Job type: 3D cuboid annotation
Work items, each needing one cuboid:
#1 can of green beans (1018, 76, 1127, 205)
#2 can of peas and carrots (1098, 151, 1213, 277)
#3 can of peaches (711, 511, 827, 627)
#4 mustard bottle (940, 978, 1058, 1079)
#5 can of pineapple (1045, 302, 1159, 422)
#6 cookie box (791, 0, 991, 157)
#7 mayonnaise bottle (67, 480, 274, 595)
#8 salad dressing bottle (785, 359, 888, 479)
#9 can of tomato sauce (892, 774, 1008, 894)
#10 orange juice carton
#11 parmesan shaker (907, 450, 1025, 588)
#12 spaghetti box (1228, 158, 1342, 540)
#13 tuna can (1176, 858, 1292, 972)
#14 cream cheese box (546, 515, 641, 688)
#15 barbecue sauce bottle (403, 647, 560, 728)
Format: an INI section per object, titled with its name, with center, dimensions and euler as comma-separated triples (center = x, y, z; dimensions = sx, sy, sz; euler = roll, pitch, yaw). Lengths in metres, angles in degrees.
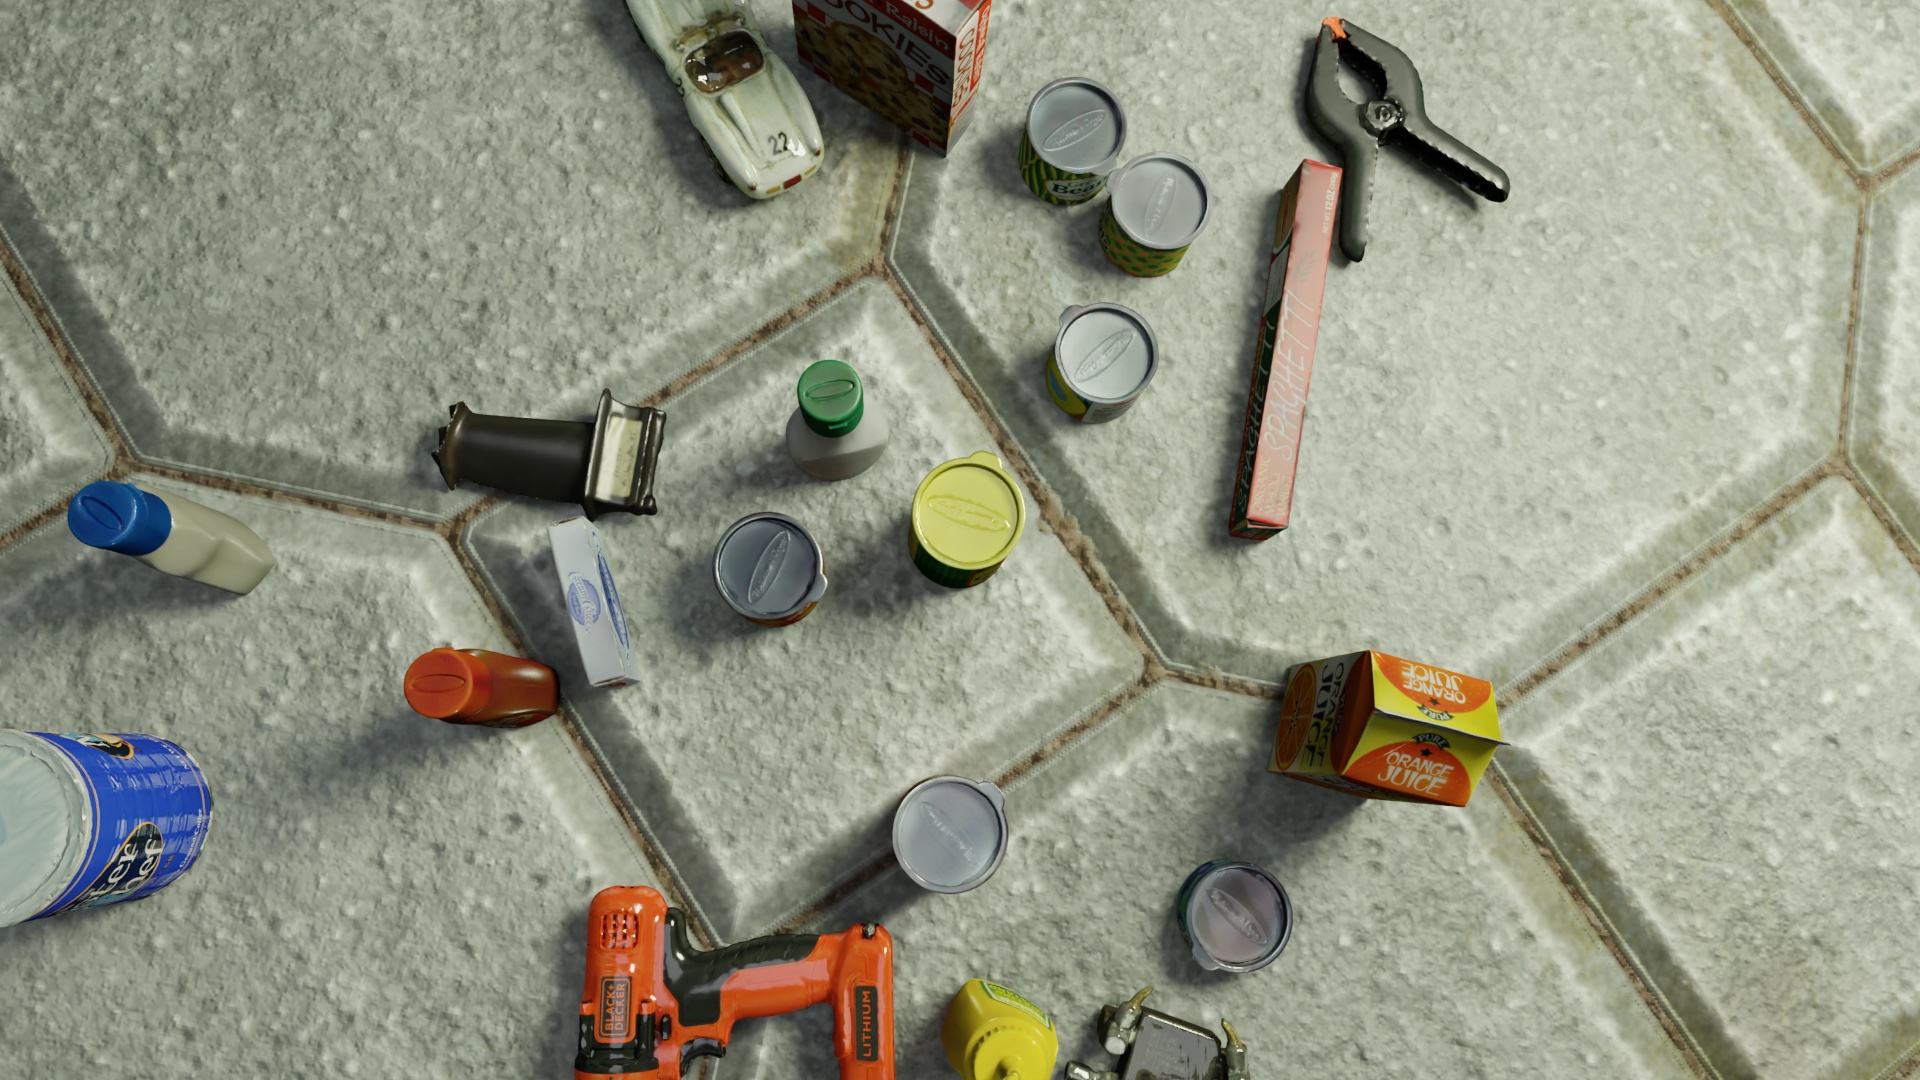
[can of green beans]
center = 0.073, -0.263, 0.921
dimensions = 0.071, 0.057, 0.071
euler = 1, 81, -3
[can of peas and carrots]
center = 0.125, -0.214, 0.915
dimensions = 0.071, 0.058, 0.071
euler = 1, 81, -3
[can of peaches]
center = -0.116, 0.021, 0.863
dimensions = 0.071, 0.058, 0.071
euler = 1, 81, -3
[mustard bottle]
center = 0.025, 0.285, 0.777
dimensions = 0.065, 0.160, 0.049
euler = 27, 81, 1
[can of pineapple]
center = 0.090, -0.115, 0.898
dimensions = 0.071, 0.057, 0.071
euler = 1, 81, -3
[cookie box]
center = -0.045, -0.321, 0.867
dimensions = 0.123, 0.167, 0.040
euler = 34, 81, 2
[mayonnaise bottle]
center = -0.456, -0.003, 0.801
dimensions = 0.065, 0.148, 0.041
euler = 36, 81, 3
[salad dressing bottle]
center = -0.075, -0.072, 0.835
dimensions = 0.064, 0.147, 0.044
euler = -13, 82, -5
[can of tomato sauce]
center = -0.007, 0.172, 0.832
dimensions = 0.071, 0.083, 0.071
euler = 1, 81, -3
[orange juice carton]
center = 0.244, 0.109, 0.802
dimensions = 0.072, 0.192, 0.073
euler = 16, 81, -1
[parmesan shaker]
center = 0.003, -0.011, 0.852
dimensions = 0.071, 0.103, 0.071
euler = 1, 81, -3
[spaghetti box]
center = 0.212, -0.123, 0.910
dimensions = 0.029, 0.050, 0.250
euler = 11, 80, -2
[tuna can]
center = 0.167, 0.233, 0.858
dimensions = 0.071, 0.032, 0.071
euler = 1, 81, -3
[cream cheese box]
center = -0.225, 0.040, 0.856
dimensions = 0.024, 0.053, 0.104
euler = -17, 82, -6
[barbecue sauce bottle]
center = -0.277, 0.085, 0.797
dimensions = 0.065, 0.148, 0.044
euler = -3, 82, -4
